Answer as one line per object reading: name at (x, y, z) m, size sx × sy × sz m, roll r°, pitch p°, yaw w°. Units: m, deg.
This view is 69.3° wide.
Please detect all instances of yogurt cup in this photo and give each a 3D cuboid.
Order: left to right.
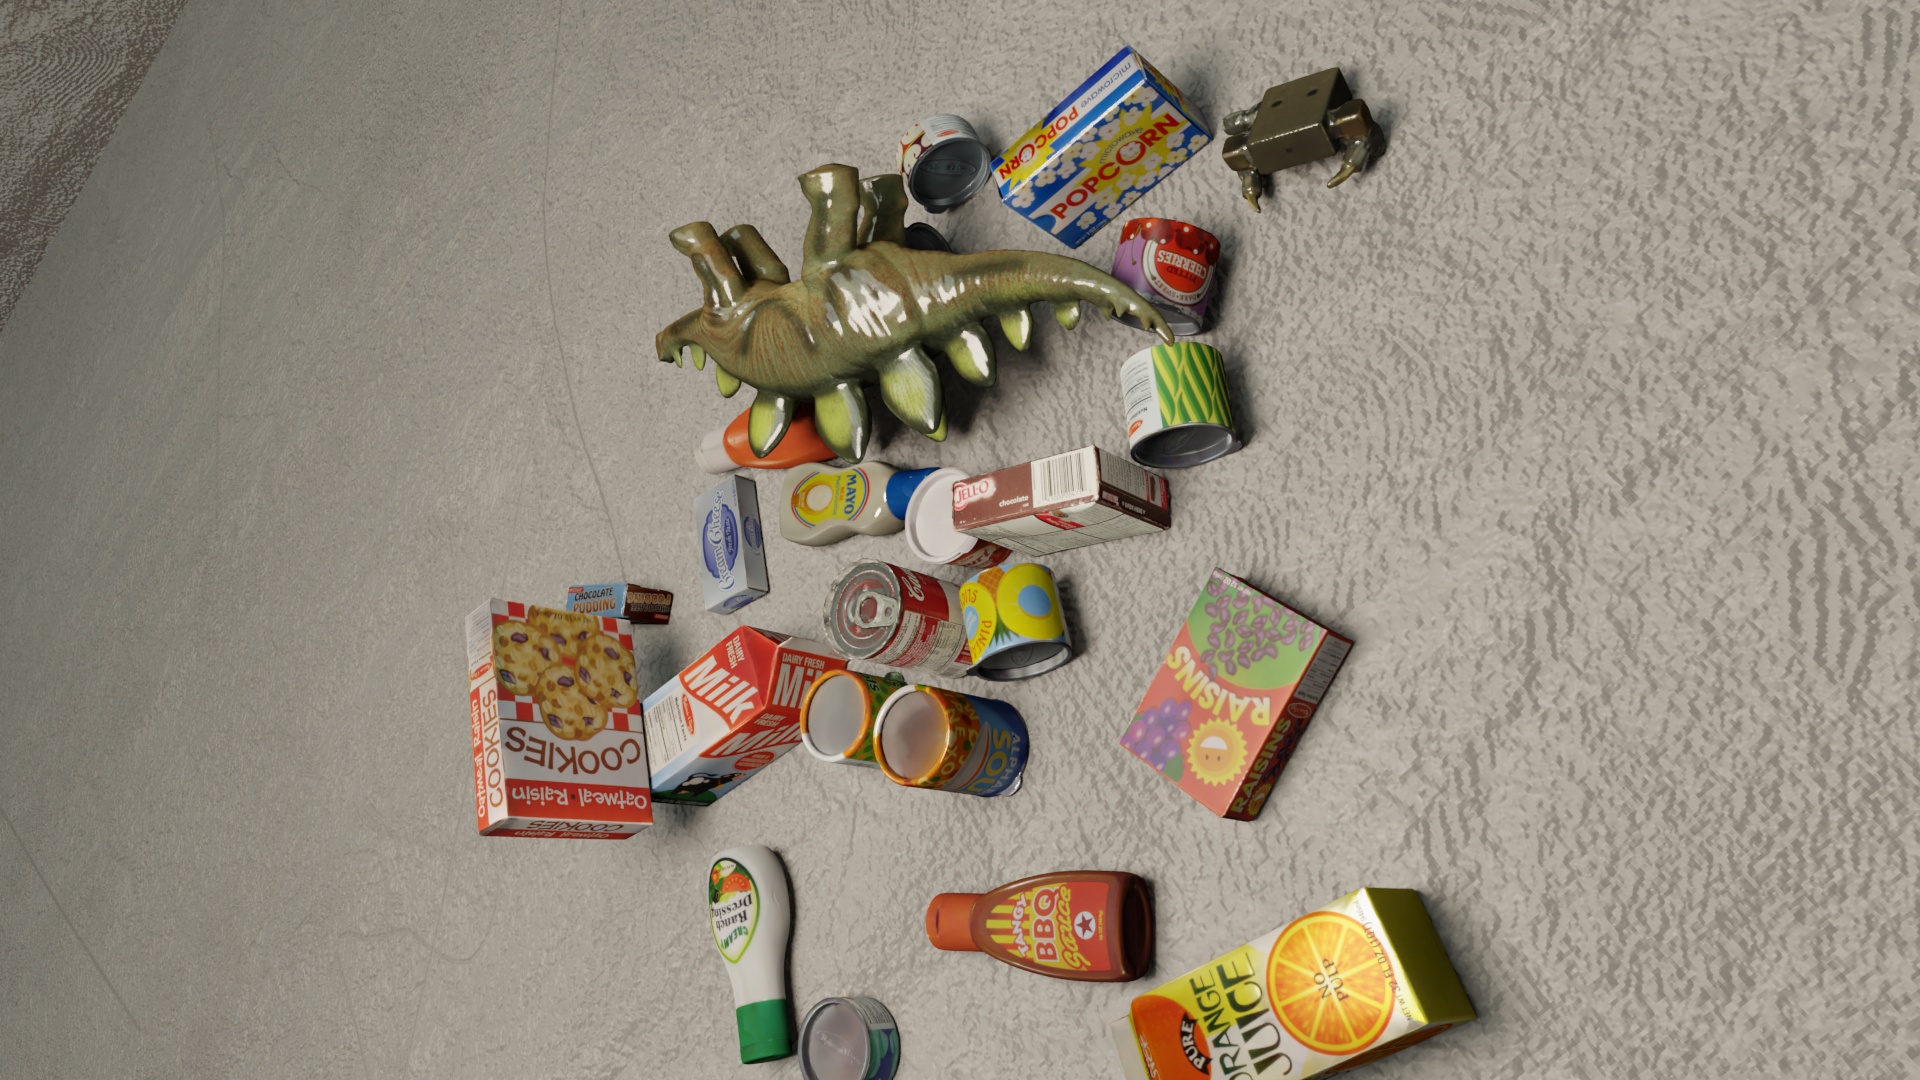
yogurt cup at (0.003, -0.012, 0.962) m, size 0.072 × 0.054 × 0.072 m, roll -12°, pitch 69°, yaw 36°

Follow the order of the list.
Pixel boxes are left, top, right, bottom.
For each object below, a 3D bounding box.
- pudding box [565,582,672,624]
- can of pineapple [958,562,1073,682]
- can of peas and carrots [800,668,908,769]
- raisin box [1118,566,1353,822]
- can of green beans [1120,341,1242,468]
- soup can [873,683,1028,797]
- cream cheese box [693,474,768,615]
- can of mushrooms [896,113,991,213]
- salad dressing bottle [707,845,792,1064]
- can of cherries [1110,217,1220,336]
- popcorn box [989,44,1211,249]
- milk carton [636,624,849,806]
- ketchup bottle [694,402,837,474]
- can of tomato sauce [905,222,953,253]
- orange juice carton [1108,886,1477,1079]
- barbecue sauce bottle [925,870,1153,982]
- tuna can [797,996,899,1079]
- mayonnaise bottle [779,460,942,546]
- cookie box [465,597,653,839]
pudding box at (-0.293, 0.055, 1.189) m, size 0.083 × 0.049 × 0.030 m, roll -3°, pitch 77°, yaw 39°
can of pineapple at (0.034, 0.054, 0.908) m, size 0.071 × 0.071 × 0.058 m, roll -28°, pitch 60°, yaw 31°
can of peas and carrots at (-0.070, 0.124, 0.979) m, size 0.071 × 0.059 × 0.071 m, roll -12°, pitch 70°, yaw 36°
raisin box at (0.159, 0.090, 0.815) m, size 0.086 × 0.040 × 0.123 m, roll 32°, pitch 97°, yaw 40°
can of green beans at (0.135, -0.084, 0.867) m, size 0.071 × 0.071 × 0.058 m, roll -20°, pitch 65°, yaw 34°
soup can at (-0.005, 0.133, 0.906) m, size 0.071 × 0.084 × 0.071 m, roll -12°, pitch 70°, yaw 36°
cream cheese box at (-0.188, 0.004, 1.135) m, size 0.053 × 0.024 × 0.104 m, roll -28°, pitch 61°, yaw 32°
can of mushrooms at (-0.014, -0.285, 1.051) m, size 0.071 × 0.071 × 0.033 m, roll -41°, pitch 55°, yaw 23°
salad dressing bottle at (-0.149, 0.298, 1.002) m, size 0.064 × 0.044 × 0.148 m, roll -28°, pitch 61°, yaw 29°
can of cherries at (0.131, -0.170, 0.895) m, size 0.071 × 0.071 × 0.058 m, roll 11°, pitch 83°, yaw 41°
popcorn box at (0.095, -0.264, 0.941) m, size 0.126 × 0.085 × 0.038 m, roll -35°, pitch 56°, yaw 27°
milk carton at (-0.165, 0.125, 1.049) m, size 0.190 × 0.072 × 0.074 m, roll -37°, pitch 57°, yaw 27°
ketchup bottle at (-0.153, -0.086, 1.119) m, size 0.148 × 0.043 × 0.065 m, roll -12°, pitch 73°, yaw 37°
can of tomato sauce at (-0.053, -0.195, 1.052) m, size 0.083 × 0.071 × 0.071 m, roll -18°, pitch 66°, yaw 35°
orange juice carton at (0.164, 0.256, 0.739) m, size 0.192 × 0.073 × 0.072 m, roll -36°, pitch 57°, yaw 27°
barbecue sauce bottle at (0.046, 0.238, 0.861) m, size 0.148 × 0.043 × 0.065 m, roll -11°, pitch 72°, yaw 37°
tuna can at (-0.076, 0.344, 0.936) m, size 0.071 × 0.033 × 0.071 m, roll -12°, pitch 69°, yaw 37°
mayonnaise bottle at (-0.072, -0.031, 1.038) m, size 0.148 × 0.041 × 0.065 m, roll -5°, pitch 75°, yaw 39°
cookie box at (-0.296, 0.134, 1.024) m, size 0.040 × 0.123 × 0.168 m, roll -31°, pitch 60°, yaw 33°
